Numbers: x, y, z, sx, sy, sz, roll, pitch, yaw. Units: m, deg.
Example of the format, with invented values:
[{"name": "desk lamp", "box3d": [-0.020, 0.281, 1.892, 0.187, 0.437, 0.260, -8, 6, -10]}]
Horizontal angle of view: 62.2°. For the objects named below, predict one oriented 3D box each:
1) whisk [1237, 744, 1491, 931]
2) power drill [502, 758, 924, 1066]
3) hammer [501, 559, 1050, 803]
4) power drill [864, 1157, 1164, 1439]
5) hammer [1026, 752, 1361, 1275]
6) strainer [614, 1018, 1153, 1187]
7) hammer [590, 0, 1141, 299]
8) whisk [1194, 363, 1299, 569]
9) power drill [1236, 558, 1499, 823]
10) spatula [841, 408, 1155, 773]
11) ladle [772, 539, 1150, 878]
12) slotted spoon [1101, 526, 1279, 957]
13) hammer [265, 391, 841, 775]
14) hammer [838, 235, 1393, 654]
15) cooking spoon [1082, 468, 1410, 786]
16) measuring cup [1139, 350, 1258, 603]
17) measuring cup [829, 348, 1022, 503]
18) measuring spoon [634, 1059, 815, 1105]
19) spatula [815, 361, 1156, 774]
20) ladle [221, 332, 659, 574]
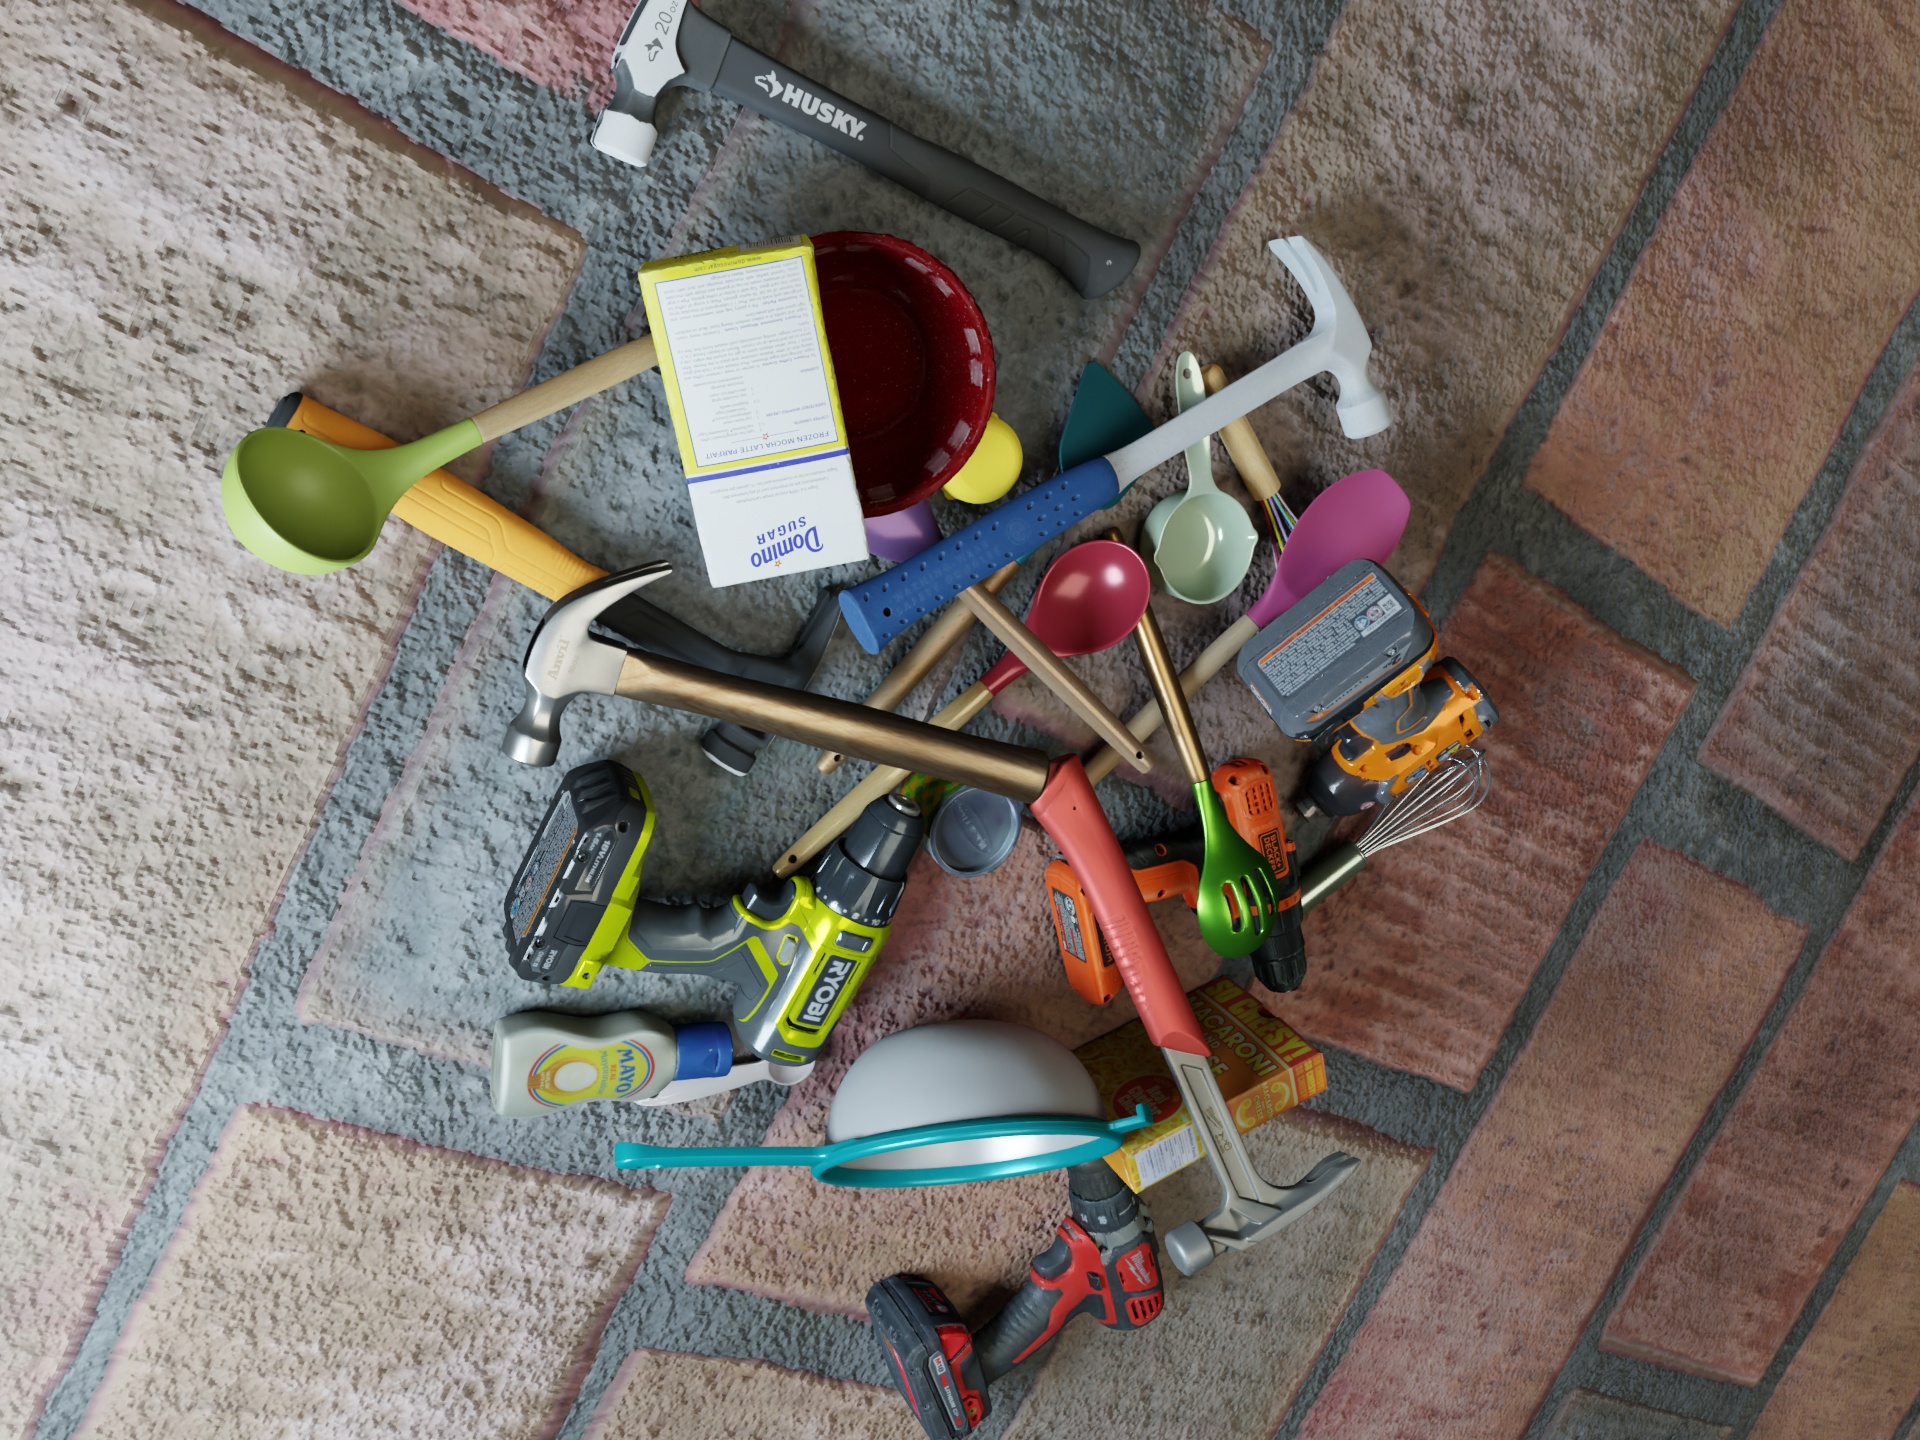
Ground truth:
[{"name": "whisk", "box3d": [0.313, 0.098, 1.234, 0.246, 0.059, 0.058, -37, 83, -6]}, {"name": "power drill", "box3d": [-0.144, 0.107, 0.982, 0.228, 0.080, 0.190, 20, 107, -30]}, {"name": "hammer", "box3d": [-0.093, -0.004, 0.952, 0.331, 0.031, 0.130, 15, 102, -24]}, {"name": "power drill", "box3d": [0.047, 0.418, 1.200, 0.226, 0.080, 0.187, -24, 117, -20]}, {"name": "hammer", "box3d": [0.144, 0.186, 1.083, 0.149, 0.037, 0.359, -26, 96, -18]}, {"name": "strainer", "box3d": [-0.058, 0.250, 1.058, 0.340, 0.211, 0.095, 5, 65, -21]}, {"name": "hammer", "box3d": [-0.032, -0.330, 0.914, 0.334, 0.035, 0.146, 17, 101, -30]}, {"name": "whisk", "box3d": [0.221, -0.139, 1.103, 0.047, 0.051, 0.244, -36, 117, -4]}, {"name": "power drill", "box3d": [0.279, -0.006, 1.122, 0.164, 0.084, 0.226, -39, 145, 11]}, {"name": "spatula", "box3d": [0.013, -0.072, 1.003, 0.315, 0.018, 0.060, 43, 87, -17]}, {"name": "ladle", "box3d": [-0.002, -0.003, 1.045, 0.315, 0.031, 0.069, -41, 84, -2]}, {"name": "slotted spoon", "box3d": [0.153, 0.017, 1.084, 0.070, 0.031, 0.313, -24, 98, -24]}, {"name": "hammer", "box3d": [-0.226, -0.091, 0.906, 0.336, 0.034, 0.127, 30, 94, -31]}, {"name": "hammer", "box3d": [0.100, -0.165, 0.998, 0.405, 0.035, 0.144, -32, 111, -18]}, {"name": "cooking spoon", "box3d": [0.183, -0.051, 1.098, 0.319, 0.017, 0.068, -44, 106, 6]}, {"name": "measuring cup", "box3d": [0.151, -0.162, 1.067, 0.083, 0.038, 0.167, -14, 106, -22]}, {"name": "measuring cup", "box3d": [-0.026, -0.183, 0.973, 0.156, 0.029, 0.062, 27, 95, -31]}, {"name": "measuring spoon", "box3d": [-0.160, 0.237, 1.071, 0.124, 0.018, 0.034, -10, 114, -15]}, {"name": "spatula", "box3d": [0.013, -0.088, 1.032, 0.317, 0.044, 0.082, -48, 122, 2]}, {"name": "ladle", "box3d": [-0.230, -0.168, 0.838, 0.320, 0.062, 0.078, -33, 93, -26]}]
